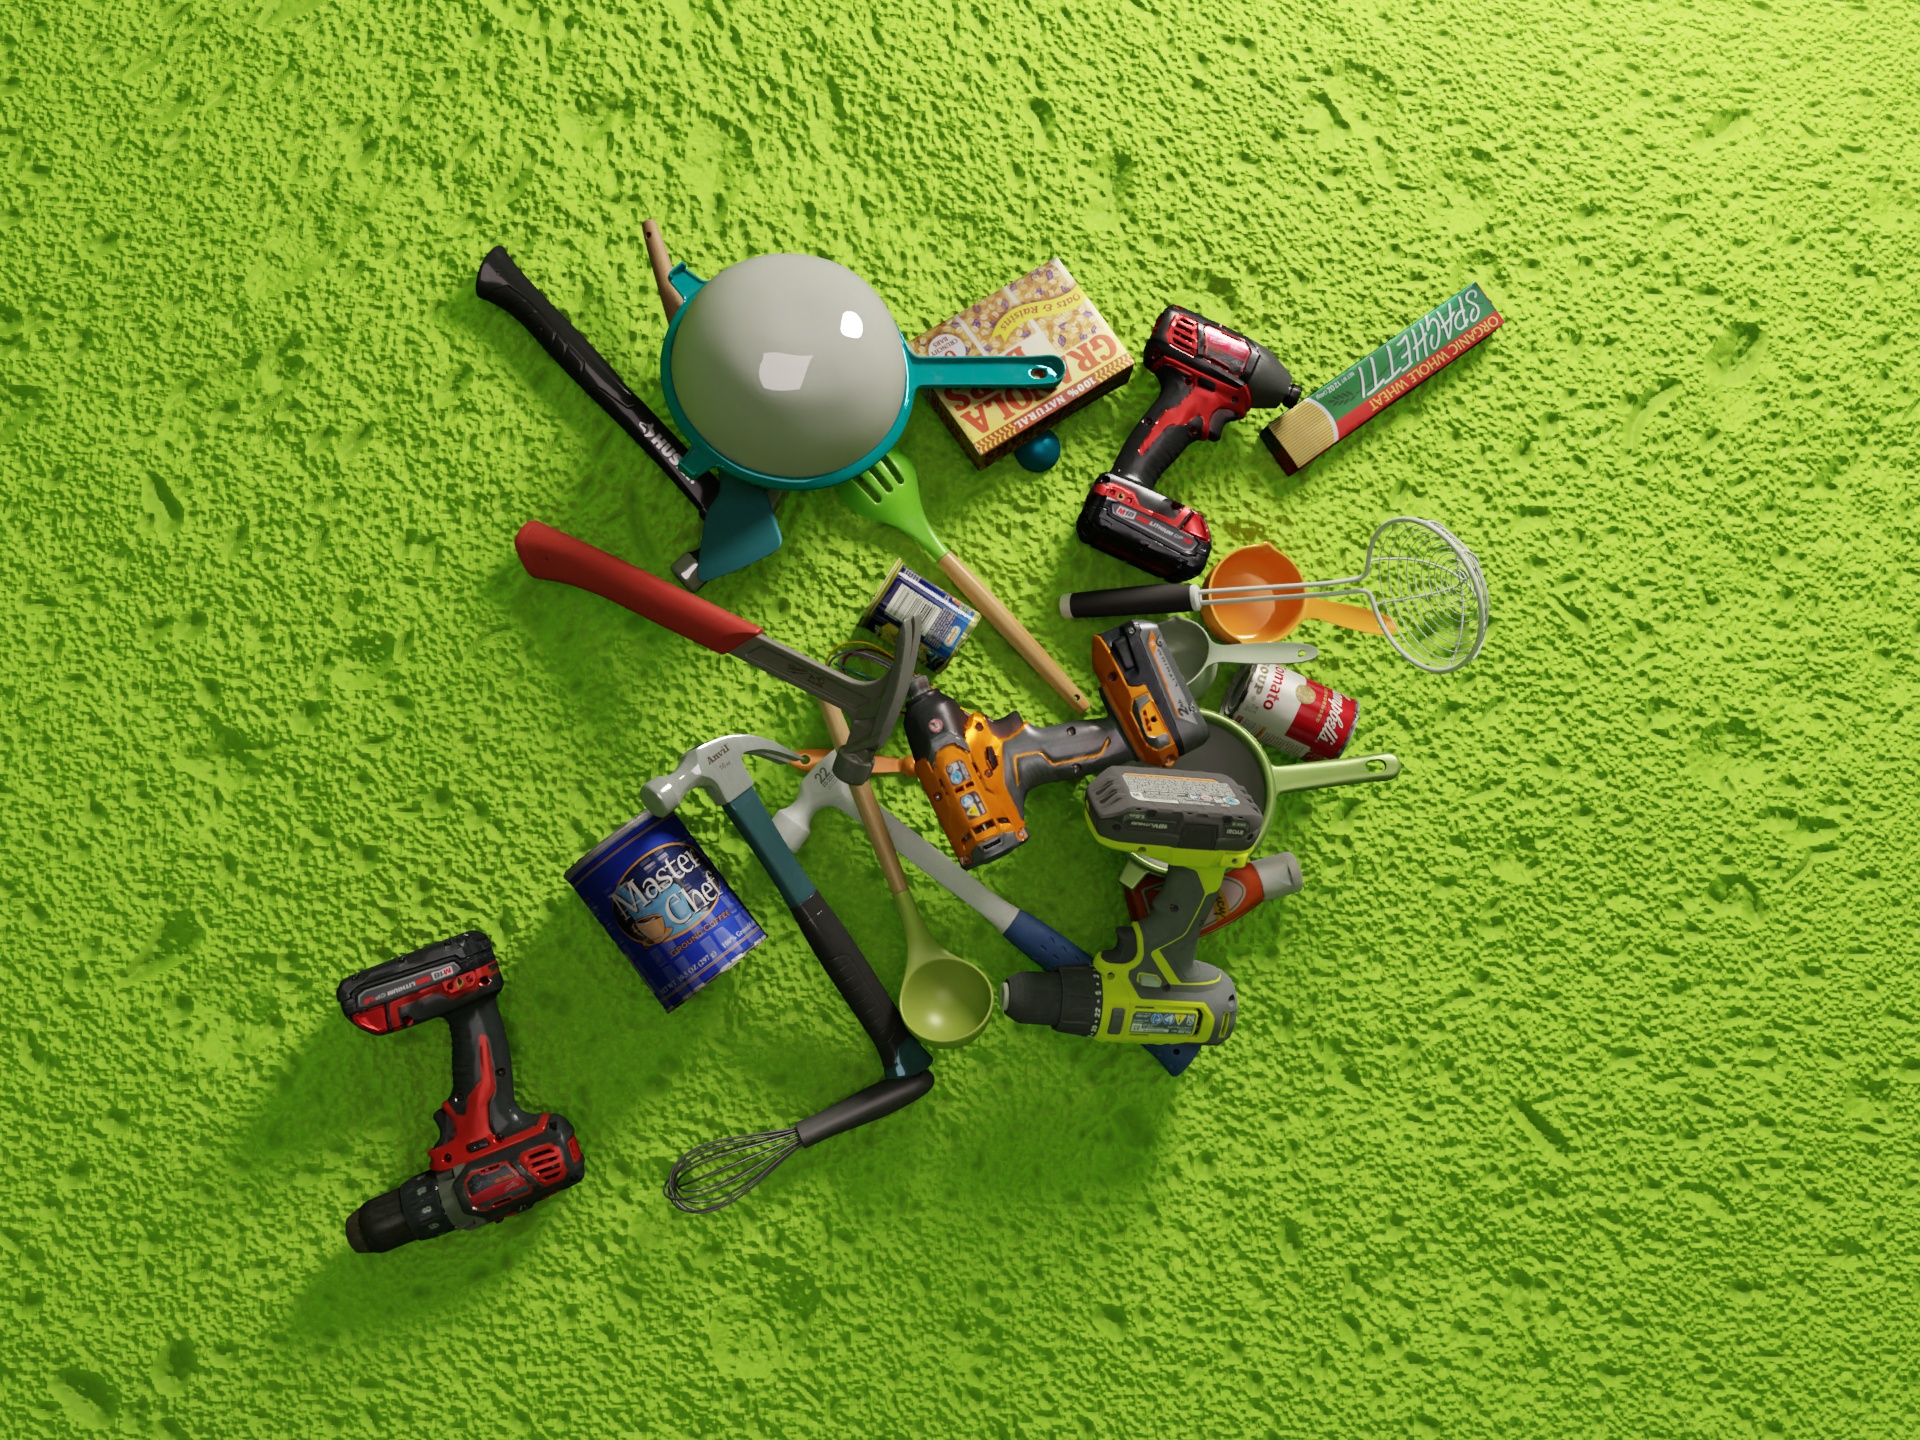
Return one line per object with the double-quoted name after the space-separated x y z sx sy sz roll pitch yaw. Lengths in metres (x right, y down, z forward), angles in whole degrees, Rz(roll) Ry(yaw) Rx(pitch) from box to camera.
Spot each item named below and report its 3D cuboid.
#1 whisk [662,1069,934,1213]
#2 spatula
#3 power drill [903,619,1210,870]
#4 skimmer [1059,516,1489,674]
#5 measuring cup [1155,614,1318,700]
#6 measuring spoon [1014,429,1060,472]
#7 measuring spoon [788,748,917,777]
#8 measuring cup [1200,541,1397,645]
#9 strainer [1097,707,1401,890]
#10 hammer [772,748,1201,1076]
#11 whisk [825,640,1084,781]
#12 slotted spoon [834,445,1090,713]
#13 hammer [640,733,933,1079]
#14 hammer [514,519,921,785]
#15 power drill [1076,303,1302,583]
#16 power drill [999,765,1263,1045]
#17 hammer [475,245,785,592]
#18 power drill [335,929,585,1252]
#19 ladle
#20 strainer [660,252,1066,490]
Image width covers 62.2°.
-0.130 0.342 1.310 0.239 0.055 0.055 -22 87 -12 "whisk"
-0.220 -0.274 1.329 0.082 0.044 0.317 -20 84 21 "spatula"
0.069 0.002 1.299 0.226 0.084 0.164 -26 88 -2 "power drill"
0.242 -0.094 1.291 0.363 0.090 0.127 -2 114 26 "skimmer"
0.225 -0.047 1.355 0.167 0.038 0.083 -1 60 27 "measuring cup"
0.036 -0.270 1.404 0.128 0.021 0.042 41 81 -1 "measuring spoon"
-0.089 0.036 1.362 0.117 0.011 0.021 4 84 -7 "measuring spoon"
0.295 -0.097 1.402 0.173 0.052 0.095 13 83 -7 "measuring cup"
0.243 0.062 1.358 0.256 0.069 0.152 -8 71 1 "strainer"
0.038 0.159 1.348 0.405 0.035 0.144 37 88 -2 "hammer"
-0.001 -0.006 1.363 0.245 0.051 0.047 24 76 -7 "whisk"
0.005 -0.125 1.384 0.070 0.031 0.314 -43 91 -9 "slotted spoon"
-0.121 0.156 1.285 0.128 0.033 0.331 -40 105 -36 "hammer"
-0.206 -0.087 1.291 0.359 0.037 0.149 26 113 14 "hammer"
0.200 -0.239 1.386 0.143 0.078 0.220 24 84 -3 "power drill"
0.138 0.156 1.268 0.190 0.080 0.228 5 113 -10 "power drill"
-0.288 -0.277 1.363 0.146 0.035 0.335 -43 90 -8 "hammer"
-0.422 0.300 1.268 0.188 0.080 0.227 -20 90 -8 "power drill"
-0.056 0.115 1.298 0.078 0.062 0.320 -21 89 -13 "ladle"
-0.072 -0.302 1.295 0.340 0.095 0.211 -2 73 -11 "strainer"
